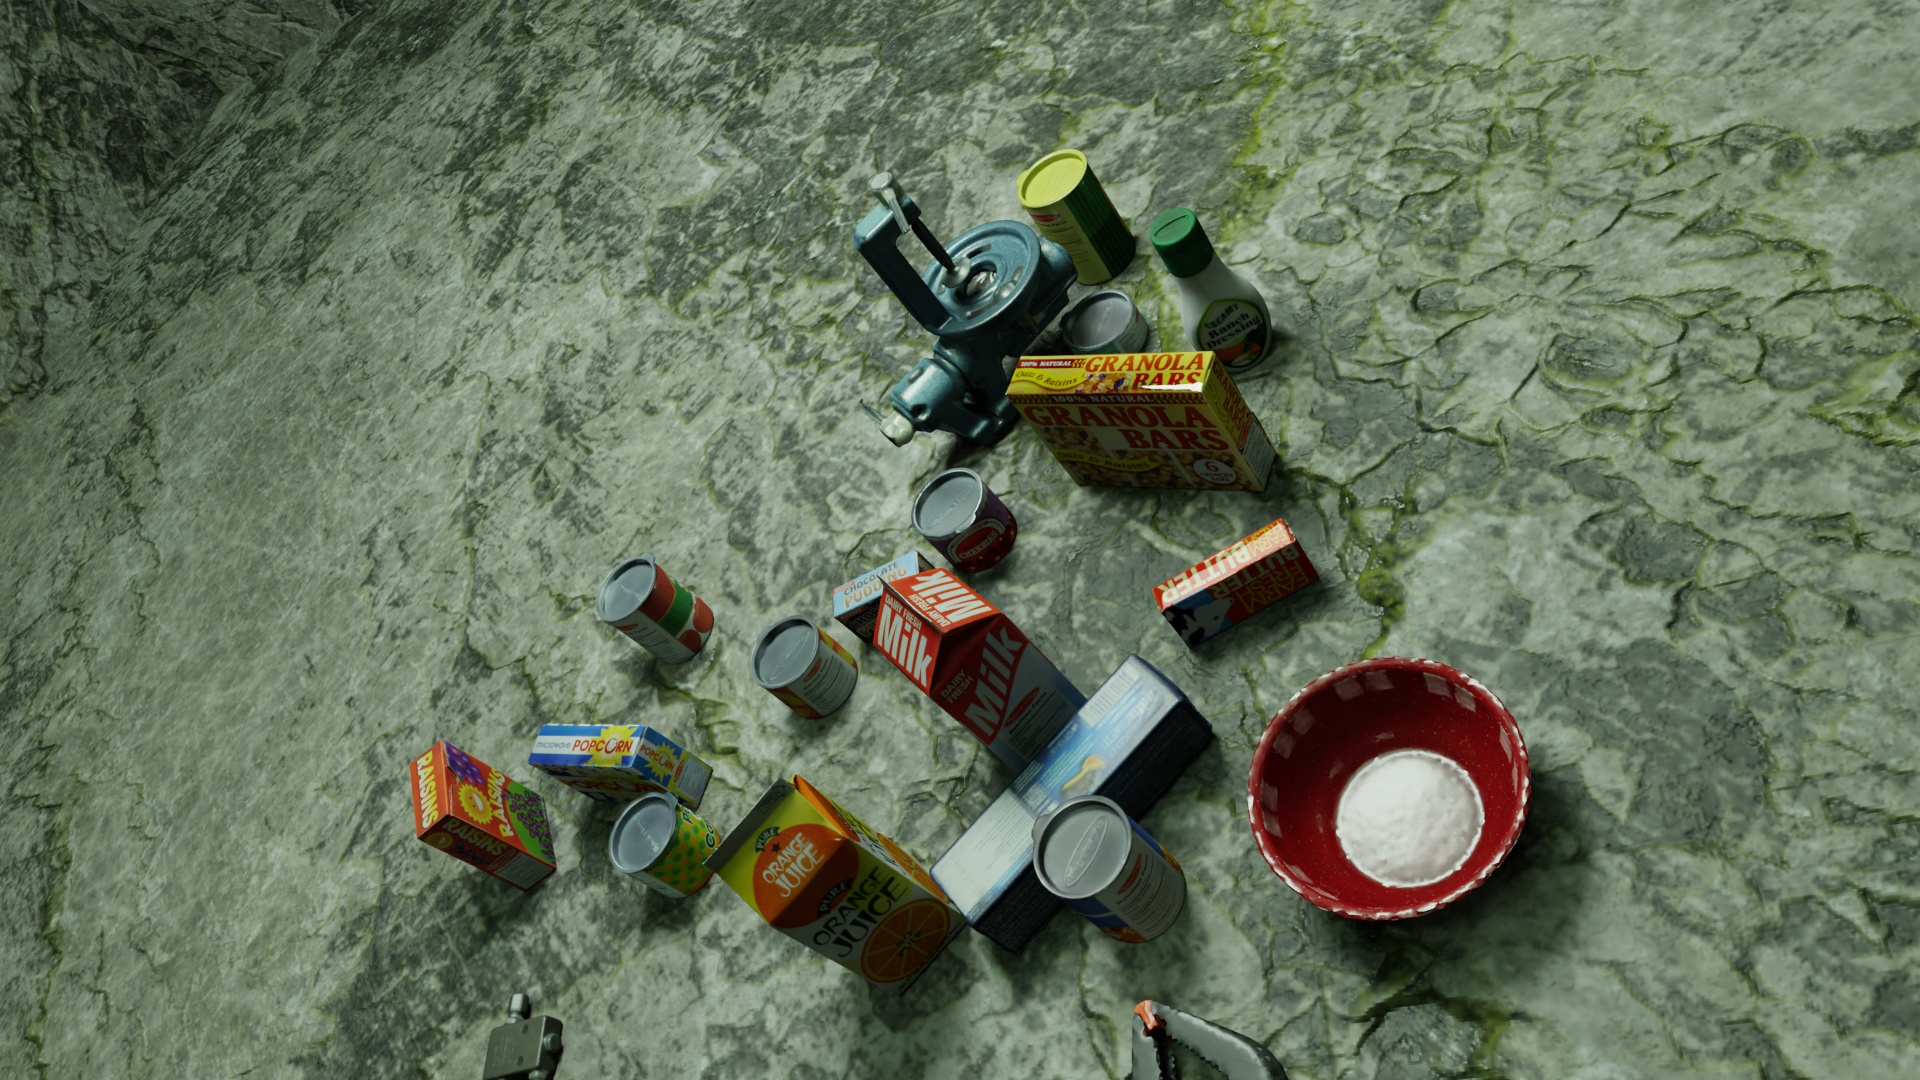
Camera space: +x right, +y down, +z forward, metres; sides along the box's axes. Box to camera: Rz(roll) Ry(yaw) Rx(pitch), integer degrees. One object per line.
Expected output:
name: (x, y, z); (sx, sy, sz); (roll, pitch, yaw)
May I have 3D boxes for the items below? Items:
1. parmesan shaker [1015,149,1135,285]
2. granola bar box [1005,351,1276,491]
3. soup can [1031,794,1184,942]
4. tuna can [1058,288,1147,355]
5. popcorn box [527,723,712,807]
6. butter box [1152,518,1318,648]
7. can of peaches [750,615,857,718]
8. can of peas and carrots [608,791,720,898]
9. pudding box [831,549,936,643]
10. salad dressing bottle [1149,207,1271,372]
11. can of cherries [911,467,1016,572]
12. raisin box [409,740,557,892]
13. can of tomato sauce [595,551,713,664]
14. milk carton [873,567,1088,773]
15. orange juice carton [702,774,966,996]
parmesan shaker: (0.101, -0.283, 1.218); (0.071, 0.103, 0.072); (-19, 48, 23)
granola bar box: (0.134, -0.088, 1.029); (0.165, 0.124, 0.039); (4, 61, 38)
soup can: (0.091, 0.204, 0.863); (0.071, 0.083, 0.072); (-19, 48, 23)
tuna can: (0.120, -0.177, 1.174); (0.071, 0.032, 0.071); (-19, 48, 23)
popcorn box: (-0.281, 0.185, 1.146); (0.126, 0.085, 0.038); (-5, 56, 34)
butter box: (0.188, 0.030, 0.950); (0.103, 0.053, 0.024); (-30, 45, 13)
can of peaches: (-0.127, 0.101, 1.119); (0.071, 0.058, 0.071); (-19, 48, 23)
can of peas and carrots: (-0.229, 0.237, 1.087); (0.071, 0.058, 0.071); (-19, 48, 23)
pudding box: (-0.056, 0.045, 1.117); (0.083, 0.049, 0.030); (-25, 46, 18)
salad dressing bottle: (0.188, -0.188, 1.050); (0.064, 0.147, 0.044); (-29, 45, 15)
can of cherries: (0.004, -0.014, 1.113); (0.071, 0.058, 0.072); (-19, 48, 23)
raisin box: (-0.401, 0.232, 1.168); (0.040, 0.123, 0.086); (-37, 44, 7)
can of tomato sauce: (-0.270, 0.061, 1.235); (0.071, 0.083, 0.071); (-19, 48, 23)
milk carton: (0.011, 0.085, 0.935); (0.073, 0.190, 0.072); (-48, 44, -5)
orange juice carton: (-0.084, 0.218, 0.899); (0.072, 0.192, 0.073); (-47, 43, -4)
